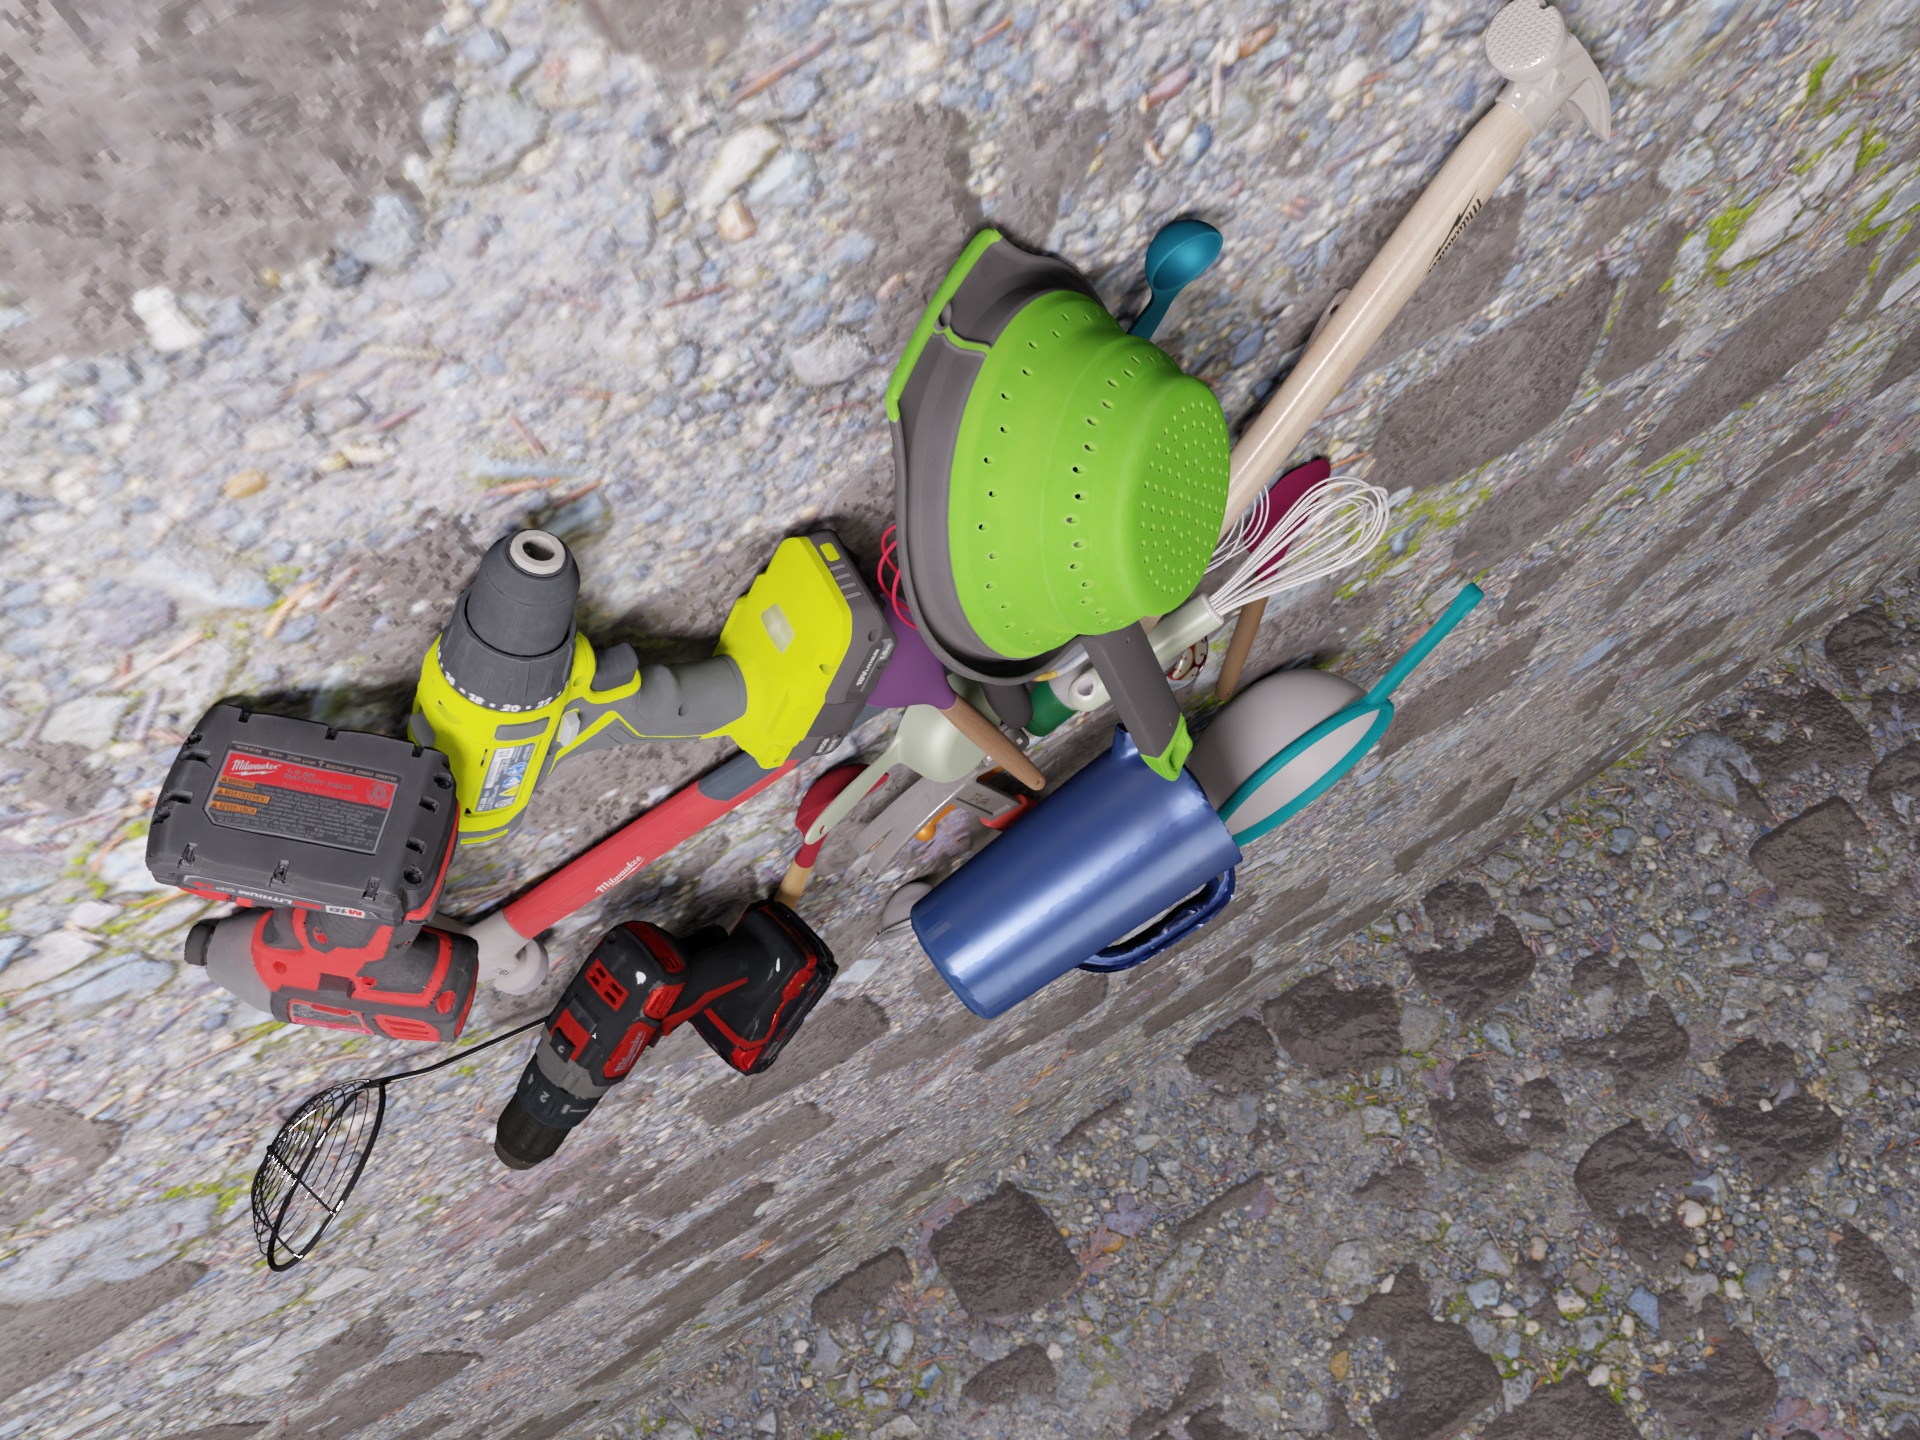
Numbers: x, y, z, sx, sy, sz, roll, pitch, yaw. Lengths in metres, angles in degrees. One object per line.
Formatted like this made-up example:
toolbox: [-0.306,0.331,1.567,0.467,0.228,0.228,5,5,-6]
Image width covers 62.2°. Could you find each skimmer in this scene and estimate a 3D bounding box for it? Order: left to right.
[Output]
skimmer: [-0.310,0.249,1.099,0.363,0.090,0.127,-22,-173,-33]

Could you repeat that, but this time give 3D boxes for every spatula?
spatula: [-0.002,-0.003,0.994,0.060,0.018,0.315,-52,152,-1]

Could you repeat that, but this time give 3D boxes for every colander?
colander: [0.093,-0.069,0.810,0.204,0.094,0.396,-63,147,-21]

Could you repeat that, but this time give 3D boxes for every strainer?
strainer: [0.028,0.144,1.336,0.258,0.050,0.086,-15,169,11]
strainer: [0.314,-0.021,1.404,0.211,0.095,0.340,-10,145,-50]

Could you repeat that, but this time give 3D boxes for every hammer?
hammer: [-0.148,0.037,0.961,0.386,0.038,0.143,-33,156,-2]
hammer: [0.040,0.084,1.295,0.149,0.037,0.358,-42,159,7]
hammer: [0.209,-0.197,0.905,0.410,0.038,0.146,-53,153,20]

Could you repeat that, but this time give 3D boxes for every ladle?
ladle: [-0.119,0.116,1.174,0.069,0.031,0.315,-22,157,-33]

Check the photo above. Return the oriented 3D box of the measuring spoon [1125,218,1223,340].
measuring spoon: [0.092,-0.214,0.821,0.042,0.021,0.128,-22,164,-29]

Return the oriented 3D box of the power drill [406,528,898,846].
power drill: [-0.150,-0.029,0.777,0.228,0.080,0.190,-12,150,-37]

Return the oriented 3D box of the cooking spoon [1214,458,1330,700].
cooking spoon: [0.232,-0.098,1.232,0.069,0.017,0.318,-27,156,-16]

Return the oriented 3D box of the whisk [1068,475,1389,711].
whisk: [0.170,-0.077,1.029,0.246,0.058,0.059,-35,156,22]

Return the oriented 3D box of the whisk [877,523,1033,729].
whisk: [0.009,-0.050,0.892,0.073,0.073,0.295,-33,158,-2]

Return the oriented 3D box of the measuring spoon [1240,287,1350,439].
measuring spoon: [0.203,-0.214,0.974,0.034,0.018,0.124,-15,144,-38]

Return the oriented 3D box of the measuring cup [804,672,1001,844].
measuring cup: [-0.034,0.033,1.041,0.167,0.038,0.083,-44,151,-28]

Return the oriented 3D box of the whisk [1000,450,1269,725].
whisk: [0.092,-0.075,1.048,0.284,0.070,0.070,-43,156,31]

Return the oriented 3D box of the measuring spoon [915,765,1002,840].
measuring spoon: [0.007,0.059,1.249,0.117,0.011,0.021,-42,156,18]

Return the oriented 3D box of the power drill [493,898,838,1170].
power drill: [-0.202,0.210,1.078,0.188,0.080,0.226,-55,158,16]

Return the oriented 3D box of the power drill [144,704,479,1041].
power drill: [-0.305,0.087,0.753,0.143,0.079,0.219,12,147,-8]
